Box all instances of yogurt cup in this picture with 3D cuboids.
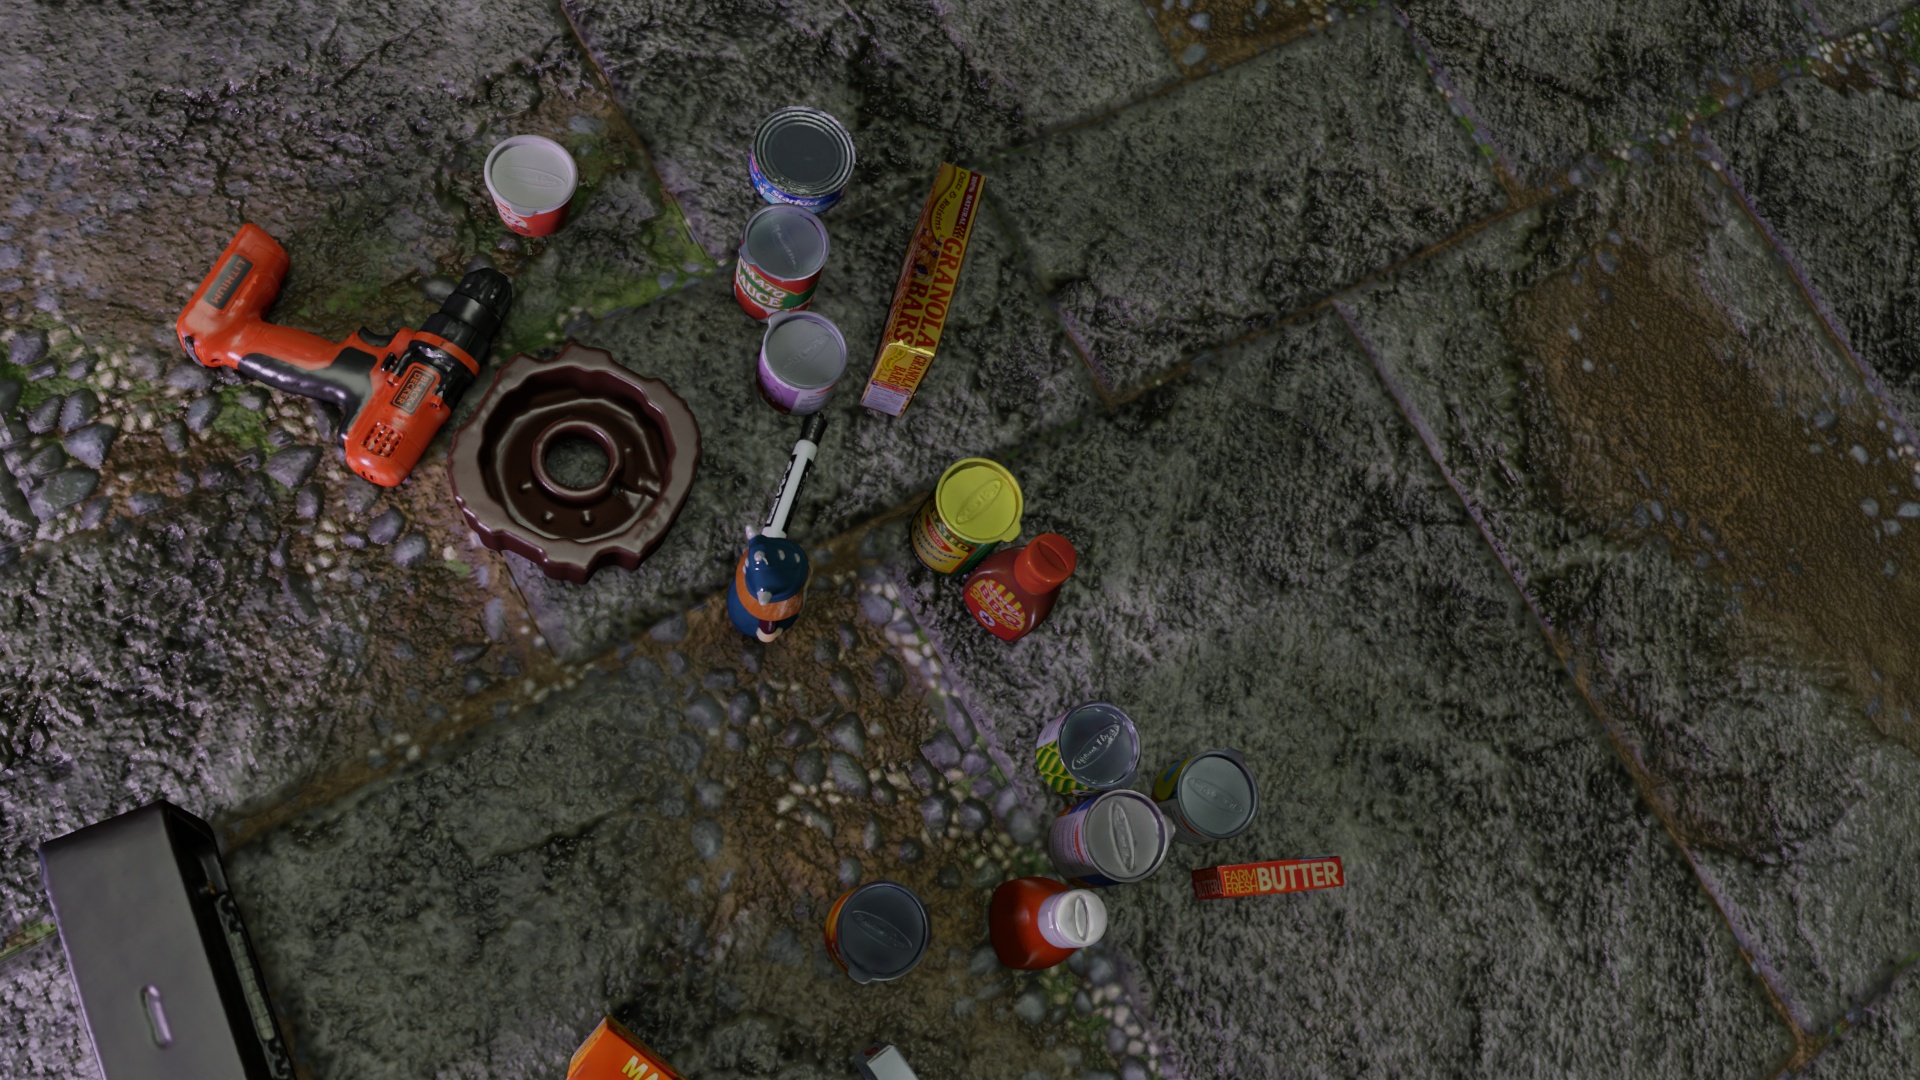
[{"bbox_3d":[-0.332,-0.272,1.078,0.072,0.053,0.072,4,72,-13],"label":"yogurt cup"}]

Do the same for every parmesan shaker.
[{"bbox_3d":[0.004,-0.013,1.059,0.071,0.102,0.071,4,72,-13],"label":"parmesan shaker"}]

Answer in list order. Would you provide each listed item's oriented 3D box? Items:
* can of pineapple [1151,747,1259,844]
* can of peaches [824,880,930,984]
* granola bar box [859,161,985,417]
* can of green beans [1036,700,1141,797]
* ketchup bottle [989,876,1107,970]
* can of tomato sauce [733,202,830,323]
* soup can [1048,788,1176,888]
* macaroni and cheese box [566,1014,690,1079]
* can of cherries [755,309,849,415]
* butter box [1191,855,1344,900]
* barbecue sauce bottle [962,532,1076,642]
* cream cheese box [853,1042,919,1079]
[{"bbox_3d":[0.188,0.197,1.065,0.071,0.057,0.071,4,72,-13],"label":"can of pineapple"},{"bbox_3d":[-0.061,0.276,0.974,0.071,0.058,0.071,4,72,-13],"label":"can of peaches"},{"bbox_3d":[-0.030,-0.195,1.096,0.039,0.123,0.166,18,70,-9],"label":"granola bar box"},{"bbox_3d":[0.096,0.159,1.053,0.071,0.057,0.071,4,72,-13],"label":"can of green beans"},{"bbox_3d":[0.059,0.264,0.961,0.043,0.148,0.065,0,73,-15],"label":"ketchup bottle"},{"bbox_3d":[-0.144,-0.215,1.094,0.071,0.083,0.071,4,72,-13],"label":"can of tomato sauce"},{"bbox_3d":[0.110,0.221,1.023,0.071,0.083,0.071,4,72,-13],"label":"soup can"},{"bbox_3d":[-0.184,0.349,0.860,0.124,0.166,0.040,39,68,-1],"label":"macaroni and cheese box"},{"bbox_3d":[-0.126,-0.140,1.089,0.071,0.058,0.071,4,72,-13],"label":"can of cherries"},{"bbox_3d":[0.234,0.258,1.061,0.104,0.053,0.024,-1,74,-15],"label":"butter box"},{"bbox_3d":[0.047,0.032,1.031,0.065,0.148,0.044,46,68,2],"label":"barbecue sauce bottle"},{"bbox_3d":[-0.031,0.392,0.948,0.024,0.053,0.104,-33,84,-21],"label":"cream cheese box"}]
